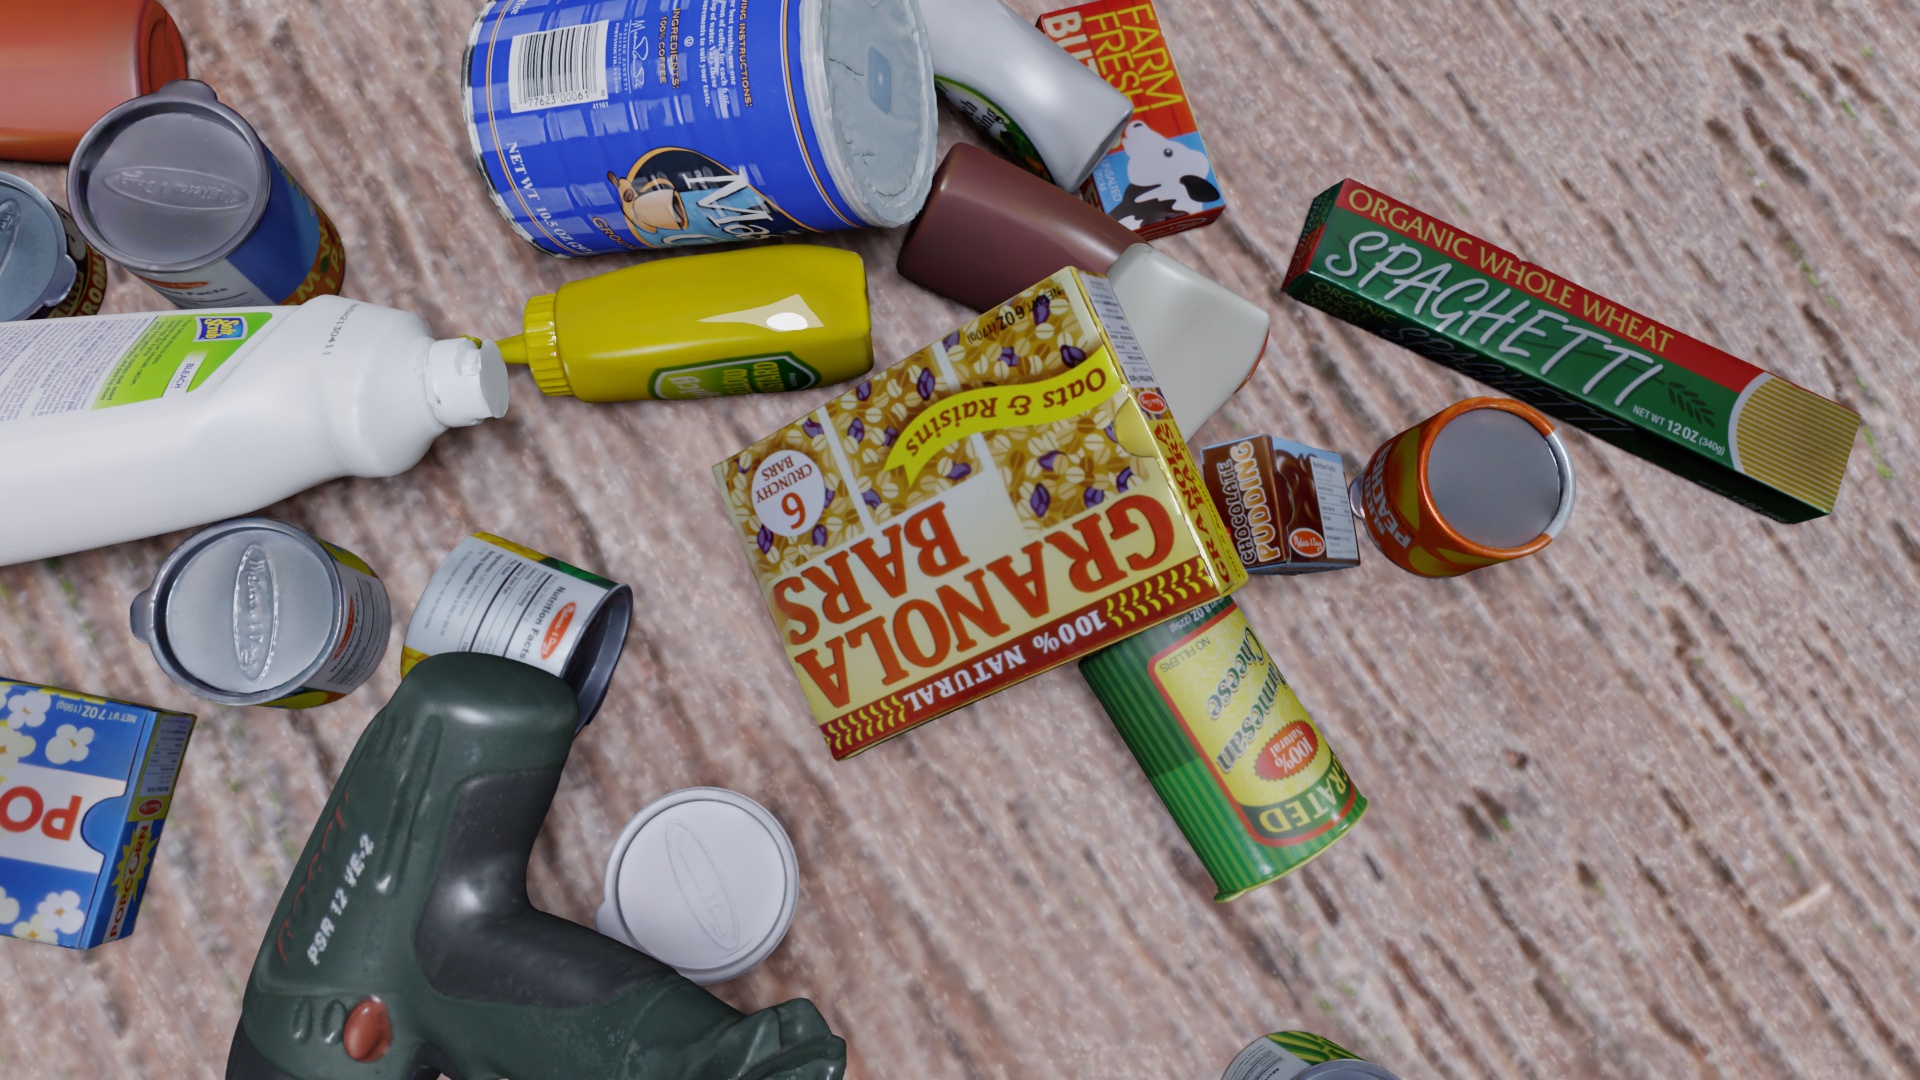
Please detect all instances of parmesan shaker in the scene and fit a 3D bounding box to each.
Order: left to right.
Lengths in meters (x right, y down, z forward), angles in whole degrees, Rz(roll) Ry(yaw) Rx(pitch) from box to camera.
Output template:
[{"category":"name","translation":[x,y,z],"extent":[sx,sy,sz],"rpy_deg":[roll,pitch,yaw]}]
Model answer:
[{"category":"parmesan shaker","translation":[0.097,0.075,0.531],"extent":[0.071,0.071,0.103],"rpy_deg":[-32,85,-10]}]

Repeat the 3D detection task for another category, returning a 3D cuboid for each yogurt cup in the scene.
[{"category":"yogurt cup","translation":[-0.093,0.124,0.510],"extent":[0.072,0.054,0.072],"rpy_deg":[1,81,-6]}]

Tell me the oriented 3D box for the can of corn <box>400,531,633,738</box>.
[{"category":"can of corn","translation":[-0.162,0.038,0.512],"extent":[0.058,0.071,0.071],"rpy_deg":[21,79,2]}]

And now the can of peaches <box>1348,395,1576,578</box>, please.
[{"category":"can of peaches","translation":[0.203,-0.021,0.564],"extent":[0.071,0.058,0.071],"rpy_deg":[1,81,-6]}]

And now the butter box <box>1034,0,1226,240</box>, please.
[{"category":"butter box","translation":[0.071,-0.179,0.594],"extent":[0.053,0.024,0.103],"rpy_deg":[-17,83,-9]}]

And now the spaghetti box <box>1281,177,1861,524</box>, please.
[{"category":"spaghetti box","translation":[0.261,-0.080,0.595],"extent":[0.250,0.028,0.050],"rpy_deg":[24,78,-2]}]

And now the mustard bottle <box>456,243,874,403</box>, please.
[{"category":"mustard bottle","translation":[-0.115,-0.080,0.540],"extent":[0.160,0.065,0.049],"rpy_deg":[-7,78,-1]}]

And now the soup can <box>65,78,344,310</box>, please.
[{"category":"soup can","translation":[-0.275,-0.119,0.517],"extent":[0.071,0.083,0.071],"rpy_deg":[1,81,-6]}]

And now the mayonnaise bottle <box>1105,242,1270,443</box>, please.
[{"category":"mayonnaise bottle","translation":[0.056,-0.036,0.534],"extent":[0.065,0.041,0.147],"rpy_deg":[26,103,-13]}]

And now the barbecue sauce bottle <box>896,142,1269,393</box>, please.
[{"category":"barbecue sauce bottle","translation":[0.052,-0.104,0.562],"extent":[0.148,0.064,0.044],"rpy_deg":[23,60,-11]}]

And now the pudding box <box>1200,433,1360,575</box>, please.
[{"category":"pudding box","translation":[0.126,-0.012,0.543],"extent":[0.030,0.084,0.049],"rpy_deg":[-12,81,33]}]

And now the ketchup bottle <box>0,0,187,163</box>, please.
[{"category":"ketchup bottle","translation":[-0.384,-0.177,0.535],"extent":[0.149,0.043,0.065],"rpy_deg":[-3,80,-6]}]

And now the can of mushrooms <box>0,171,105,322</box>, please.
[{"category":"can of mushrooms","translation":[-0.366,-0.103,0.530],"extent":[0.071,0.033,0.071],"rpy_deg":[1,80,-6]}]

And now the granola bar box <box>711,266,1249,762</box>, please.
[{"category":"granola bar box","translation":[0.002,-0.006,0.508],"extent":[0.165,0.039,0.124],"rpy_deg":[-26,84,24]}]

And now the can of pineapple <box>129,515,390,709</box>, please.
[{"category":"can of pineapple","translation":[-0.252,0.028,0.508],"extent":[0.071,0.057,0.071],"rpy_deg":[1,80,-6]}]

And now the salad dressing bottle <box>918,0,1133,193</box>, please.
[{"category":"salad dressing bottle","translation":[-0.002,-0.199,0.551],"extent":[0.148,0.064,0.044],"rpy_deg":[38,98,1]}]

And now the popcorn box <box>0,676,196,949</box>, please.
[{"category":"popcorn box","translation":[-0.355,0.091,0.496],"extent":[0.127,0.038,0.085],"rpy_deg":[12,78,-4]}]

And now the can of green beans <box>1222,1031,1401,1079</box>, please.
[{"category":"can of green beans","translation":[0.134,0.222,0.516],"extent":[0.071,0.057,0.071],"rpy_deg":[1,80,-6]}]
